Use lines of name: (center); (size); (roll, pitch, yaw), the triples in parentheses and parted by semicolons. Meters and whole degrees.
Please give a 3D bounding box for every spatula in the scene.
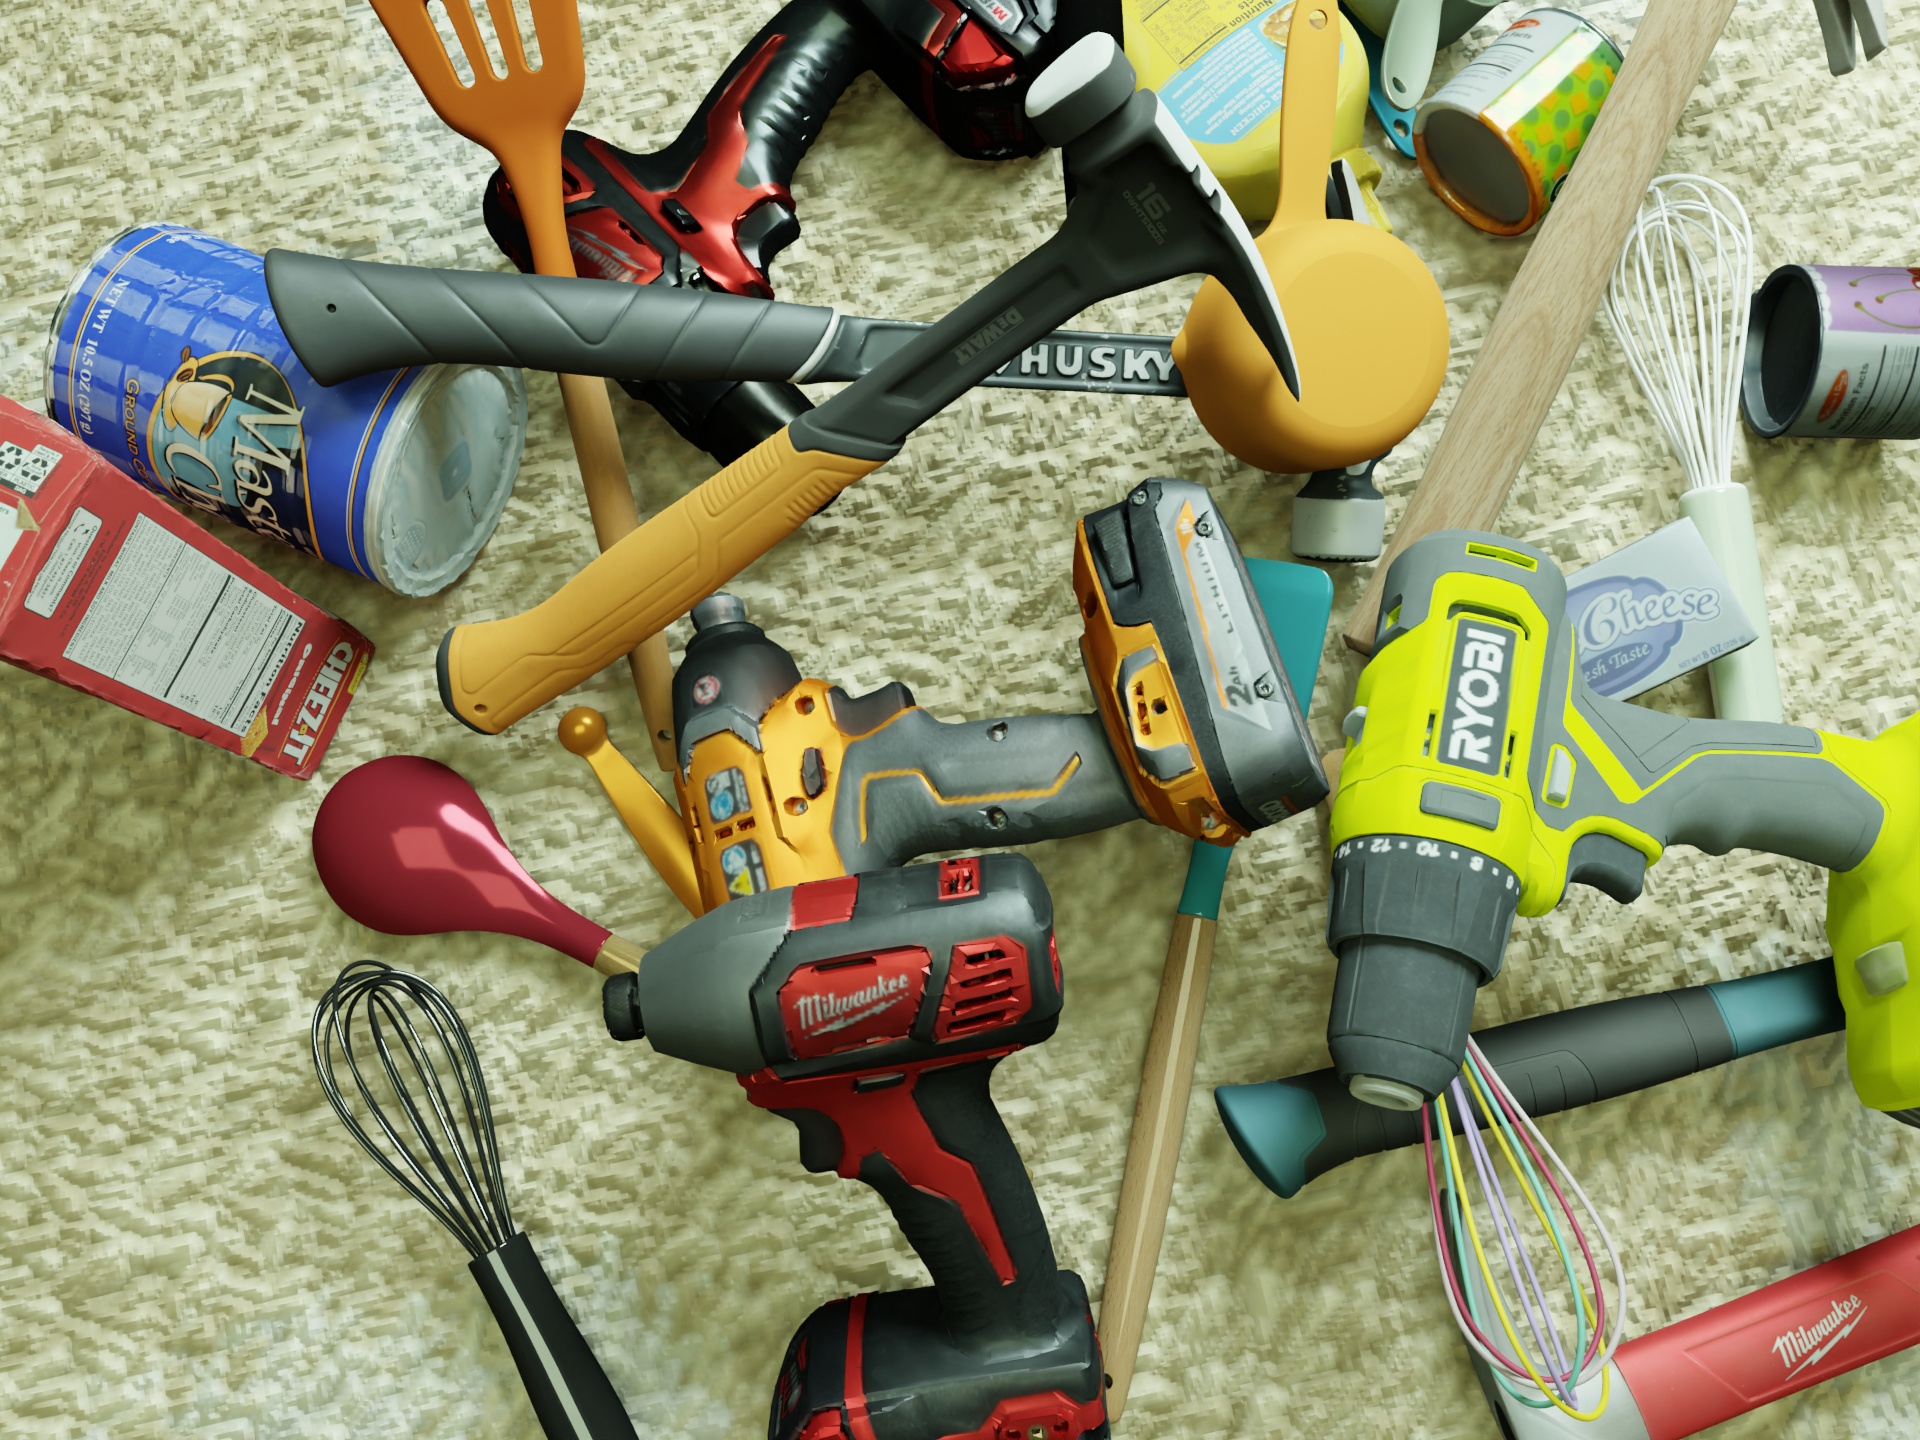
spatula: (-0.146, -0.135, 0.594); (0.081, 0.041, 0.322); (-12, 99, 1)
spatula: (0.078, 0.097, 0.590); (0.082, 0.044, 0.317); (7, 81, 28)

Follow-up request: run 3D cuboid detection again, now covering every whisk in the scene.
whisk: (0.166, 0.113, 0.546); (0.047, 0.051, 0.245); (0, 52, -13)
whisk: (-0.170, 0.195, 0.581); (0.055, 0.055, 0.239); (-30, 83, -3)
whisk: (0.291, -0.096, 0.621); (0.059, 0.057, 0.246); (-11, 80, 35)

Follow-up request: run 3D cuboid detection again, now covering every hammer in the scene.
hammer: (-0.052, -0.080, 0.548); (0.337, 0.034, 0.127); (-30, 123, 23)
hammer: (0.257, 0.113, 0.568); (0.331, 0.033, 0.128); (-14, 60, 2)
hammer: (-0.032, -0.139, 0.574); (0.409, 0.036, 0.149); (1, 98, -12)
hammer: (0.369, 0.173, 0.567); (0.386, 0.038, 0.143); (-21, 78, -2)
hammer: (0.229, -0.171, 0.588); (0.130, 0.031, 0.331); (24, 94, -2)

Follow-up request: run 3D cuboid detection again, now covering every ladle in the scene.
ladle: (-0.114, 0.101, 0.607); (0.315, 0.031, 0.069); (27, 85, 5)

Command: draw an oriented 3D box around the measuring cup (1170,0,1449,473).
measuring cup: (0.129, -0.173, 0.556); (0.095, 0.052, 0.173); (0, 100, -11)

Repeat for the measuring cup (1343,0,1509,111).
measuring cup: (0.170, -0.275, 0.624); (0.083, 0.038, 0.168); (33, 52, -17)

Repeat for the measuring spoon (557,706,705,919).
measuring spoon: (-0.121, 0.040, 0.624); (0.021, 0.011, 0.117); (-39, 80, -5)

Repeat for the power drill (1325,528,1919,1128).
power drill: (0.233, 0.052, 0.516); (0.228, 0.080, 0.191); (15, 68, 4)

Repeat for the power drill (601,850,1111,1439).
power drill: (-0.028, 0.154, 0.520); (0.143, 0.079, 0.219); (-9, 107, 1)

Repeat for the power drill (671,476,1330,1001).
power drill: (-0.001, -0.002, 0.574); (0.226, 0.084, 0.164); (-22, 72, 14)

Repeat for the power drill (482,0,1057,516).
power drill: (-0.055, -0.208, 0.638); (0.226, 0.080, 0.188); (-42, 81, -3)

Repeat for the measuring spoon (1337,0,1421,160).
measuring spoon: (0.160, -0.291, 0.675); (0.042, 0.021, 0.128); (-25, 88, -26)

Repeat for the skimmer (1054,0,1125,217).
skimmer: (0.054, -0.344, 0.585); (0.127, 0.090, 0.364); (6, 66, -13)
